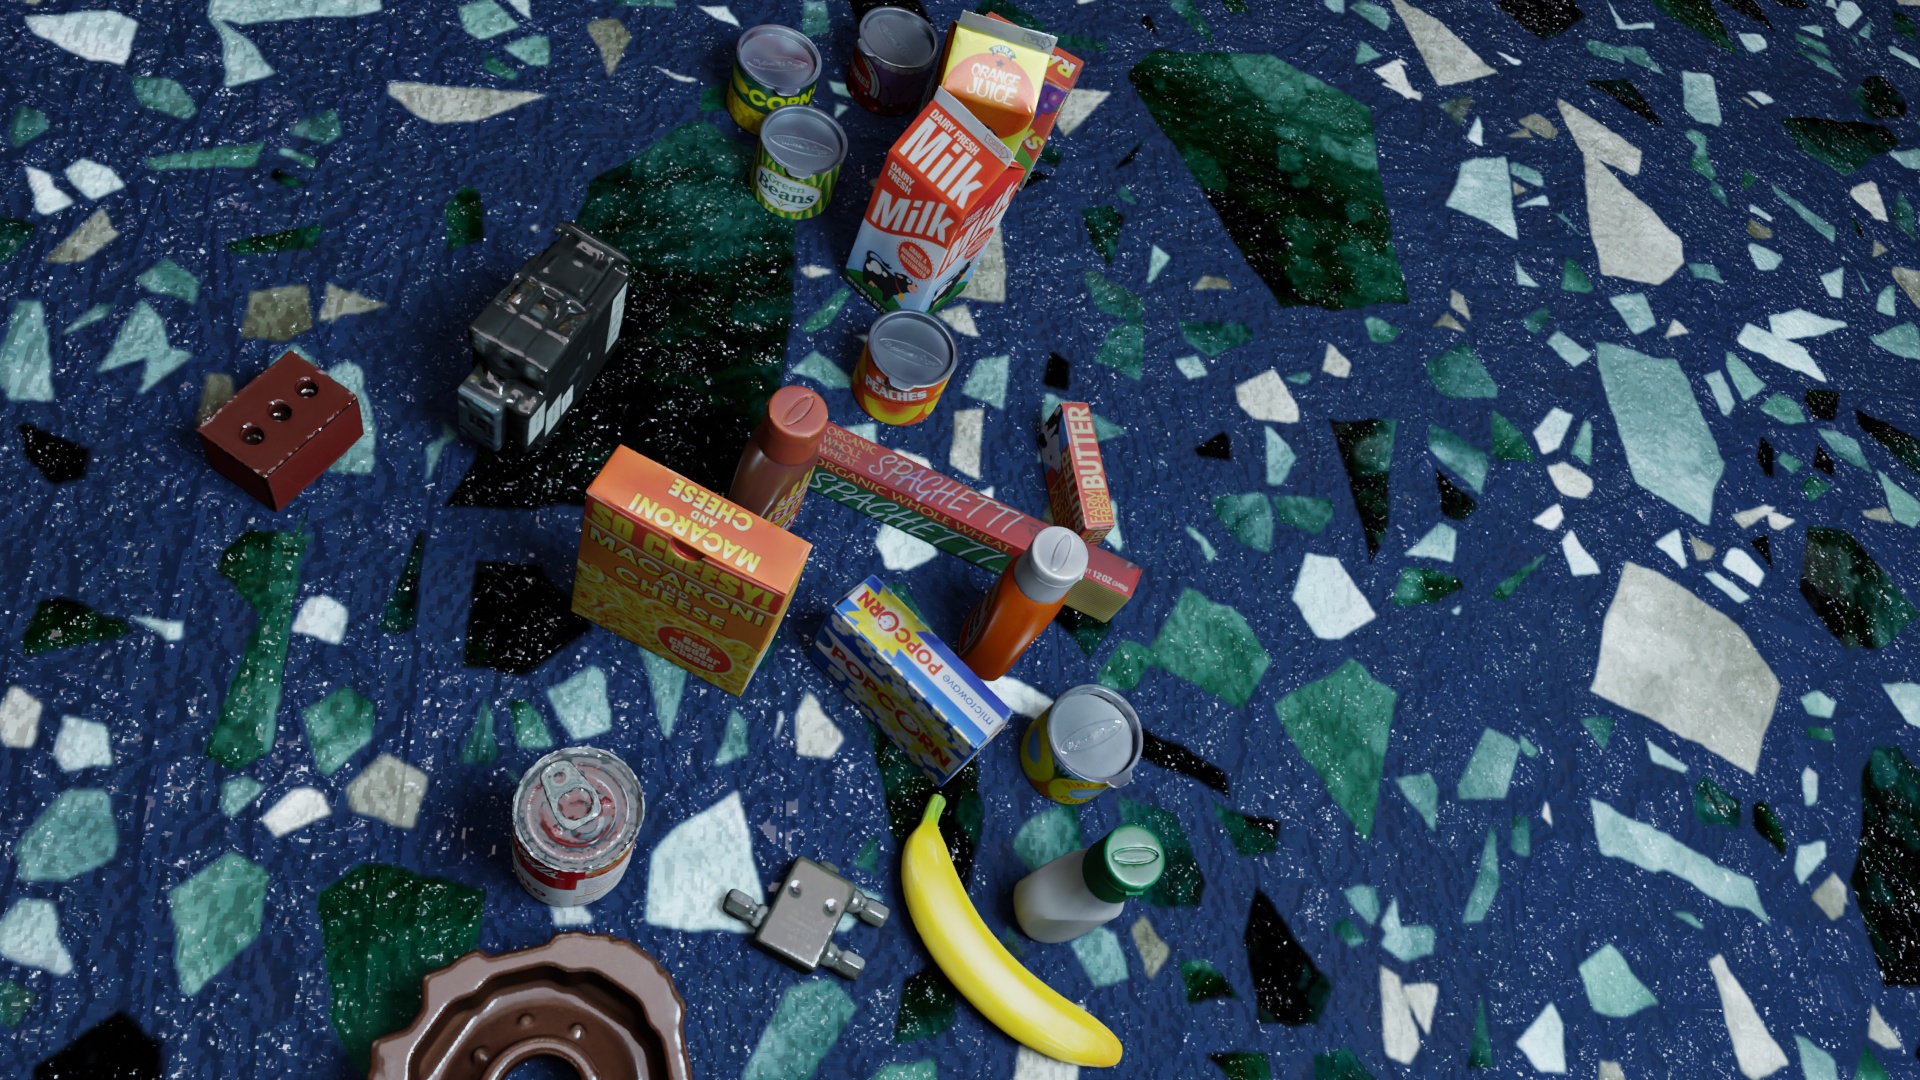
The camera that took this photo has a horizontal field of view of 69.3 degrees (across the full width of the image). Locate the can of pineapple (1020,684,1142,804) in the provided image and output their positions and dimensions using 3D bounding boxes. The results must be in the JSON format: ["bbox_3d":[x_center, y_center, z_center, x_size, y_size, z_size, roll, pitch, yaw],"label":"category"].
[{"bbox_3d":[0.079,0.137,0.915,0.071,0.057,0.071,8,62,-15],"label":"can of pineapple"}]

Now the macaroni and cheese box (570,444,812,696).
[{"bbox_3d":[-0.165,0.024,0.828,0.124,0.165,0.040,28,59,-3],"label":"macaroni and cheese box"}]

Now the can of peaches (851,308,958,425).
[{"bbox_3d":[-0.042,-0.123,1.007,0.071,0.057,0.071,8,62,-15],"label":"can of peaches"}]

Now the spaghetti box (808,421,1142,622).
[{"bbox_3d":[0.003,-0.012,0.970,0.250,0.050,0.029,25,59,-5],"label":"spaghetti box"}]

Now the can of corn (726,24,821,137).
[{"bbox_3d":[-0.147,-0.357,1.091,0.071,0.058,0.071,8,62,-15],"label":"can of corn"}]

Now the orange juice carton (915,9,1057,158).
[{"bbox_3d":[0.008,-0.317,1.043,0.072,0.191,0.073,14,61,-11],"label":"orange juice carton"}]

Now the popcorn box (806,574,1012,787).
[{"bbox_3d":[-0.034,0.091,0.885,0.127,0.084,0.038,44,60,7],"label":"popcorn box"}]

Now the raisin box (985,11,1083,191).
[{"bbox_3d":[0.035,-0.348,1.108,0.086,0.122,0.040,28,59,-3],"label":"raisin box"}]

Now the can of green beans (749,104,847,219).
[{"bbox_3d":[-0.125,-0.289,1.064,0.071,0.057,0.071,8,62,-15],"label":"can of green beans"}]

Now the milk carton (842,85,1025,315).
[{"bbox_3d":[-0.017,-0.238,0.997,0.072,0.189,0.074,43,60,6],"label":"milk carton"}]

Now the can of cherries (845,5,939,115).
[{"bbox_3d":[-0.059,-0.391,1.137,0.071,0.058,0.072,8,62,-15],"label":"can of cherries"}]

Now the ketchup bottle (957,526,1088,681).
[{"bbox_3d":[0.041,0.039,0.899,0.043,0.148,0.065,26,59,-4],"label":"ketchup bottle"}]

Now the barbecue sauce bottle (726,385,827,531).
[{"bbox_3d":[-0.118,-0.047,0.890,0.044,0.147,0.065,39,59,3],"label":"barbecue sauce bottle"}]

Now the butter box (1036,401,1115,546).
[{"bbox_3d":[0.083,-0.044,1.011,0.024,0.053,0.104,-1,65,-19],"label":"butter box"}]

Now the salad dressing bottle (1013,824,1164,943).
[{"bbox_3d":[0.076,0.205,0.828,0.064,0.147,0.044,2,64,-17],"label":"salad dressing bottle"}]
